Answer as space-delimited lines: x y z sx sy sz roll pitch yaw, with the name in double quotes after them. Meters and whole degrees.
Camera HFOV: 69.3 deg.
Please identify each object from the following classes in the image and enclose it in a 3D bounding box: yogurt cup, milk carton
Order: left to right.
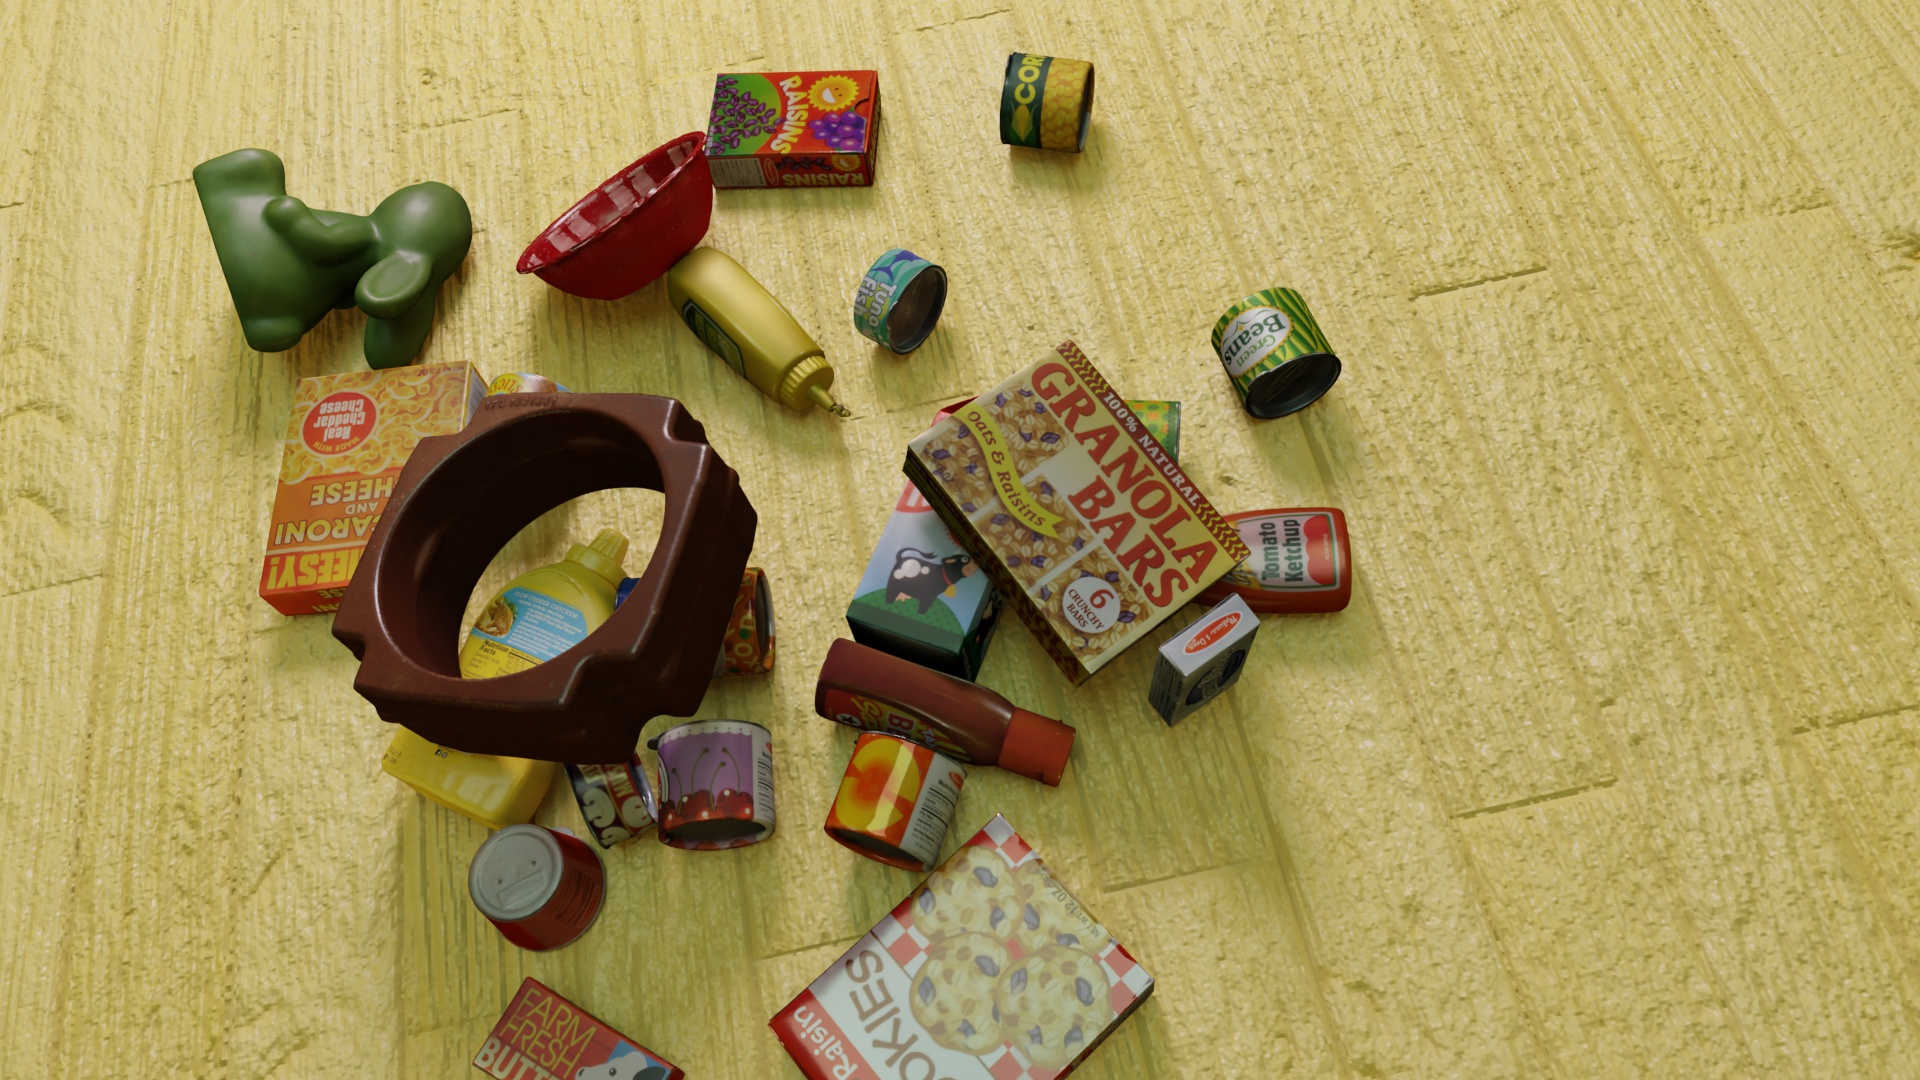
-0.241 0.193 0.783 0.072 0.053 0.072 -2 63 5 "yogurt cup"
0.003 -0.011 0.855 0.073 0.072 0.191 17 65 14 "milk carton"

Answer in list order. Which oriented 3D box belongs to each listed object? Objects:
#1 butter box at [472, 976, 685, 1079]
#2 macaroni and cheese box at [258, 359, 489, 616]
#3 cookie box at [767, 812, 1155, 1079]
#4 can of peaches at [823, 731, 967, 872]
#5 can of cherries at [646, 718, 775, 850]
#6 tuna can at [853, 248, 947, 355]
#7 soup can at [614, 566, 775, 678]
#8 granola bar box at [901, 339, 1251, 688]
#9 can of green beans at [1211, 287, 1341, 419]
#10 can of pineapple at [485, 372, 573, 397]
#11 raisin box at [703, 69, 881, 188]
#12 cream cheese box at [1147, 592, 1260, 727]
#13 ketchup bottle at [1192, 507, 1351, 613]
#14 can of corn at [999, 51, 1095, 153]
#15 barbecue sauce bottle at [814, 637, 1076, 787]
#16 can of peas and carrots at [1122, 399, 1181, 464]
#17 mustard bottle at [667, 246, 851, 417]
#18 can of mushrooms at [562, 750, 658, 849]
-0.206 0.284 0.748 0.103 0.024 0.053 25 68 17 "butter box"
-0.386 -0.036 0.926 0.124 0.040 0.167 -6 62 2 "macaroni and cheese box"
0.001 0.248 0.737 0.168 0.040 0.123 -39 66 -14 "cookie box"
-0.039 0.147 0.781 0.071 0.071 0.058 15 66 13 "can of peaches"
-0.142 0.141 0.794 0.071 0.071 0.058 -8 63 2 "can of cherries"
-0.042 -0.162 0.940 0.033 0.070 0.071 30 69 21 "tuna can"
-0.160 0.053 0.839 0.084 0.071 0.071 -5 62 3 "soup can"
0.065 -0.017 0.799 0.124 0.039 0.166 -35 78 -18 "granola bar box"
0.202 -0.121 0.895 0.071 0.071 0.058 -19 62 -4 "can of green beans"
-0.288 -0.071 0.917 0.071 0.070 0.058 6 63 9 "can of pineapple"
-0.125 -0.310 1.044 0.123 0.040 0.086 1 62 5 "raisin box"
0.135 0.069 0.782 0.053 0.103 0.024 -33 69 -10 "cream cheese box"
0.158 0.013 0.843 0.149 0.043 0.065 -1 69 6 "ketchup bottle"
0.064 -0.320 1.012 0.058 0.071 0.071 10 64 10 "can of corn"
-0.009 0.102 0.805 0.148 0.064 0.044 18 62 5 "barbecue sauce bottle"
0.108 -0.058 0.873 0.059 0.070 0.071 3 63 8 "can of peas and carrots"
-0.132 -0.132 0.939 0.049 0.065 0.160 -41 70 -19 "mustard bottle"
-0.201 0.139 0.798 0.033 0.070 0.071 -22 63 -7 "can of mushrooms"
